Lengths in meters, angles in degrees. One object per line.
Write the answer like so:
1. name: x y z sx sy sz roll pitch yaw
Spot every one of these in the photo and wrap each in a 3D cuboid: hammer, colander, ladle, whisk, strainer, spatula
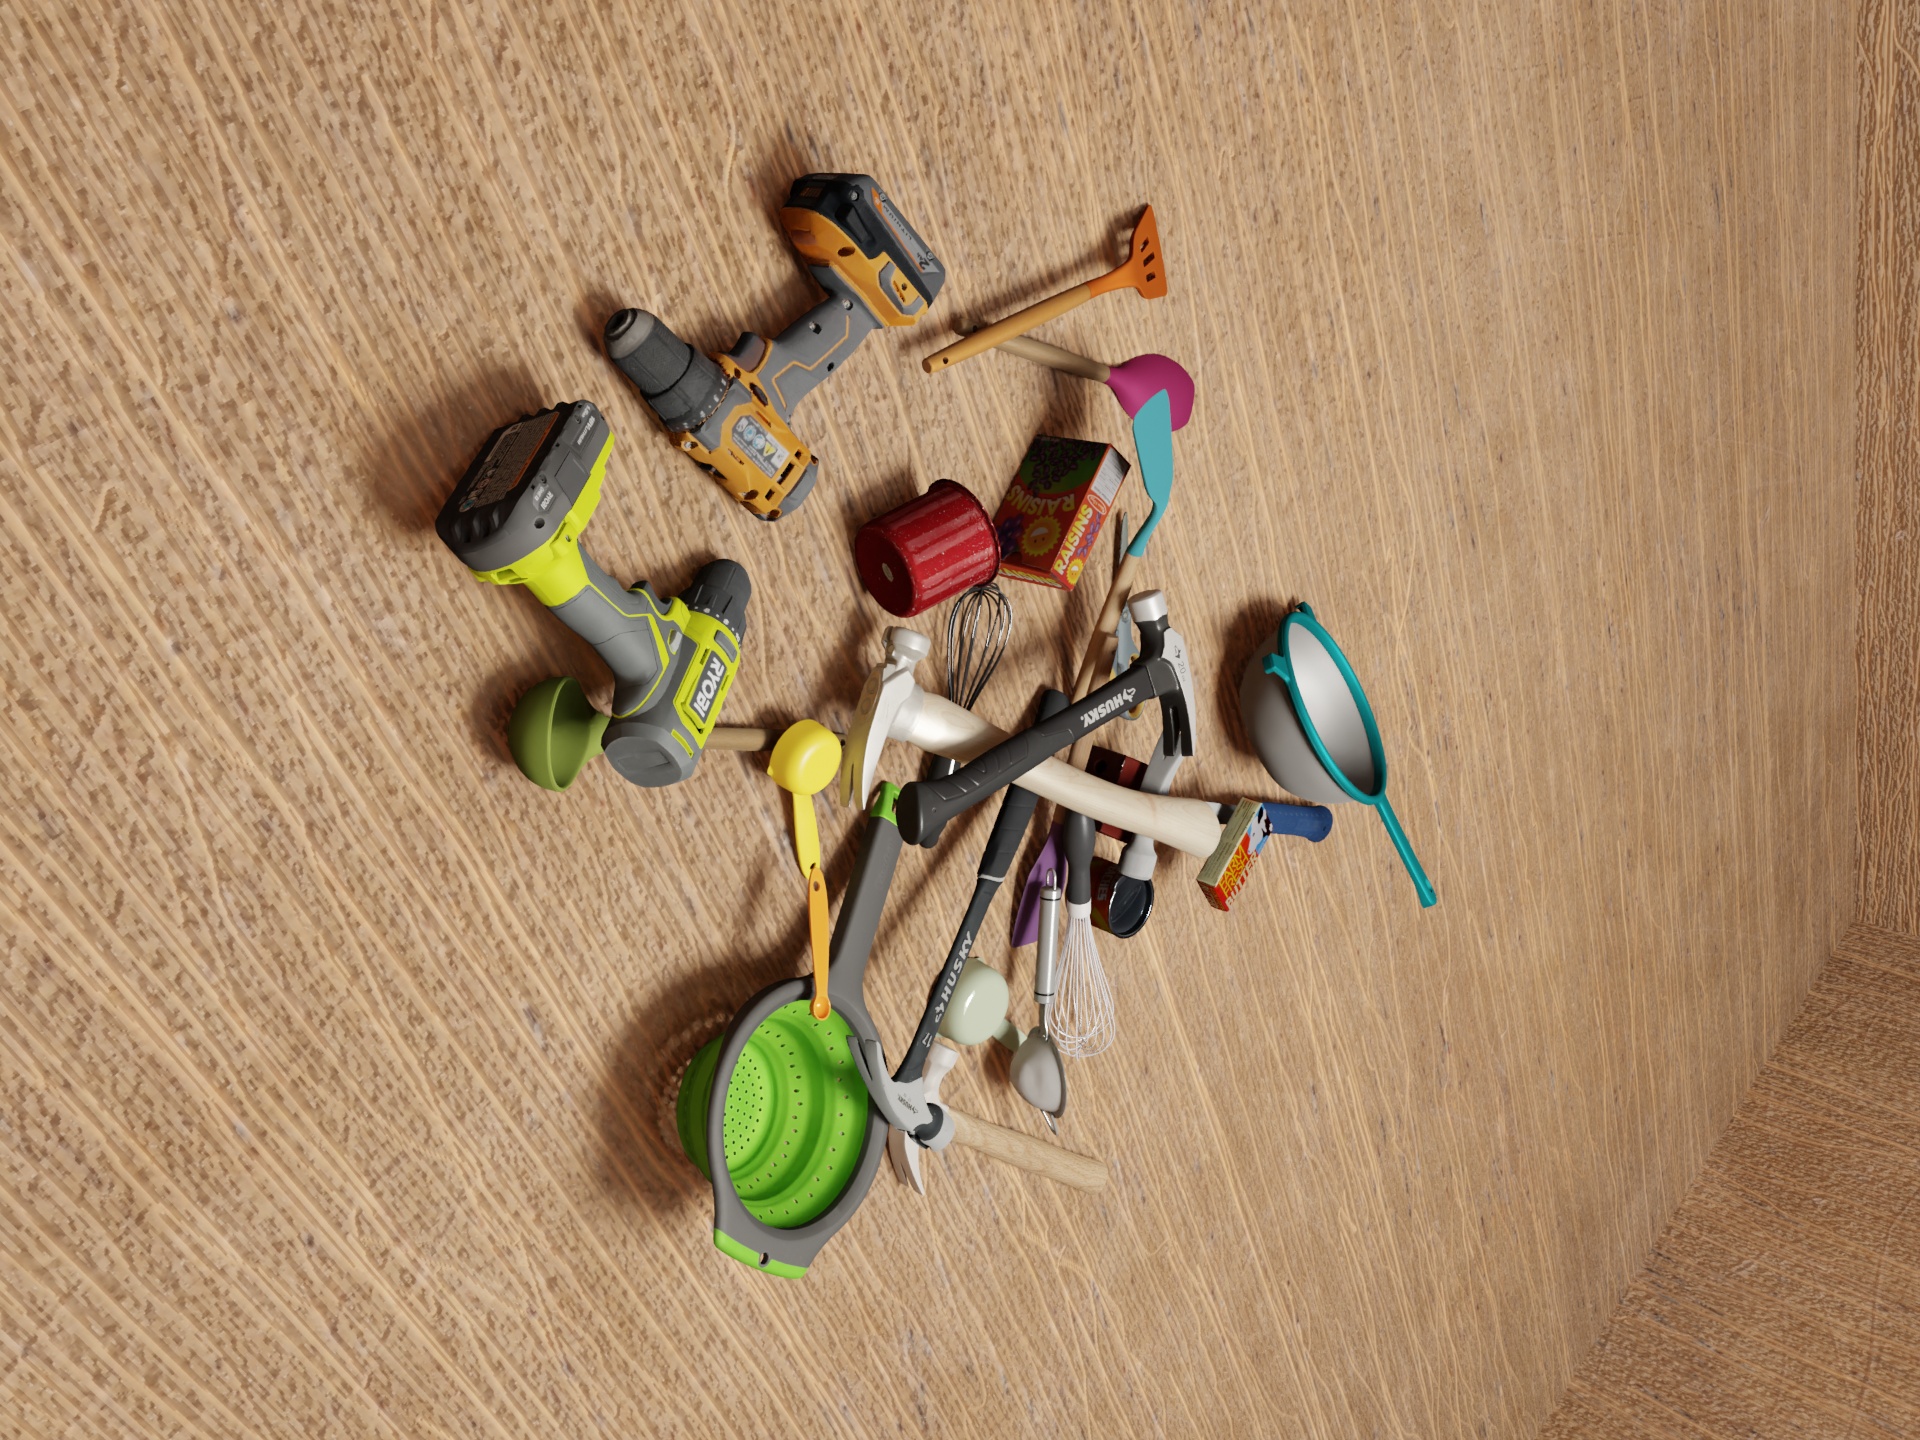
1. hammer: 0.075 0.058 1.349 0.410 0.038 0.146 23 80 -37
2. colander: -0.131 0.231 1.272 0.204 0.094 0.397 42 54 -43
3. ladle: -0.188 0.013 1.158 0.320 0.062 0.078 3 92 -48
4. whisk: 0.109 0.200 1.490 0.070 0.070 0.284 -25 124 -38
5. strainer: 0.074 0.262 1.466 0.050 0.087 0.258 -1 99 -24
6. spatula: 0.080 -0.346 1.317 0.322 0.041 0.081 -33 120 -34
7. hammer: 0.015 0.146 1.347 0.149 0.036 0.409 53 51 -45
8. hammer: 0.044 0.410 1.527 0.331 0.031 0.130 35 77 -45
9. spatula: 0.099 0.068 1.450 0.059 0.018 0.315 -9 121 -44
10. strainer: 0.377 0.056 1.636 0.340 0.095 0.211 61 29 -9
11. hammer: 0.287 0.092 1.624 0.405 0.035 0.144 9 98 -54
12. hammer: 0.076 0.017 1.298 0.335 0.035 0.146 -29 108 -37
13. whisk: -0.003 -0.005 1.346 0.055 0.055 0.239 3 105 -45
14. spatula: 0.134 -0.130 1.381 0.082 0.044 0.317 -48 160 -51

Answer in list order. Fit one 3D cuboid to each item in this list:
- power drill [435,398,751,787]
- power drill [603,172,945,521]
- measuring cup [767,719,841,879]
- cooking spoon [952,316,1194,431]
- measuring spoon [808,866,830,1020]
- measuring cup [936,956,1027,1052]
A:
1. power drill: -0.223 -0.094 1.050 0.228 0.080 0.191 56 35 -37
2. power drill: -0.131 -0.278 1.109 0.185 0.084 0.226 42 77 -42
3. measuring cup: -0.115 0.070 1.245 0.062 0.029 0.156 -34 137 -36
4. cooking spoon: 0.108 -0.305 1.377 0.318 0.017 0.069 5 96 -45
5. measuring spoon: -0.111 0.171 1.219 0.021 0.011 0.117 12 71 -53
6. measuring cup: 0.034 0.280 1.471 0.167 0.038 0.083 45 70 -44
